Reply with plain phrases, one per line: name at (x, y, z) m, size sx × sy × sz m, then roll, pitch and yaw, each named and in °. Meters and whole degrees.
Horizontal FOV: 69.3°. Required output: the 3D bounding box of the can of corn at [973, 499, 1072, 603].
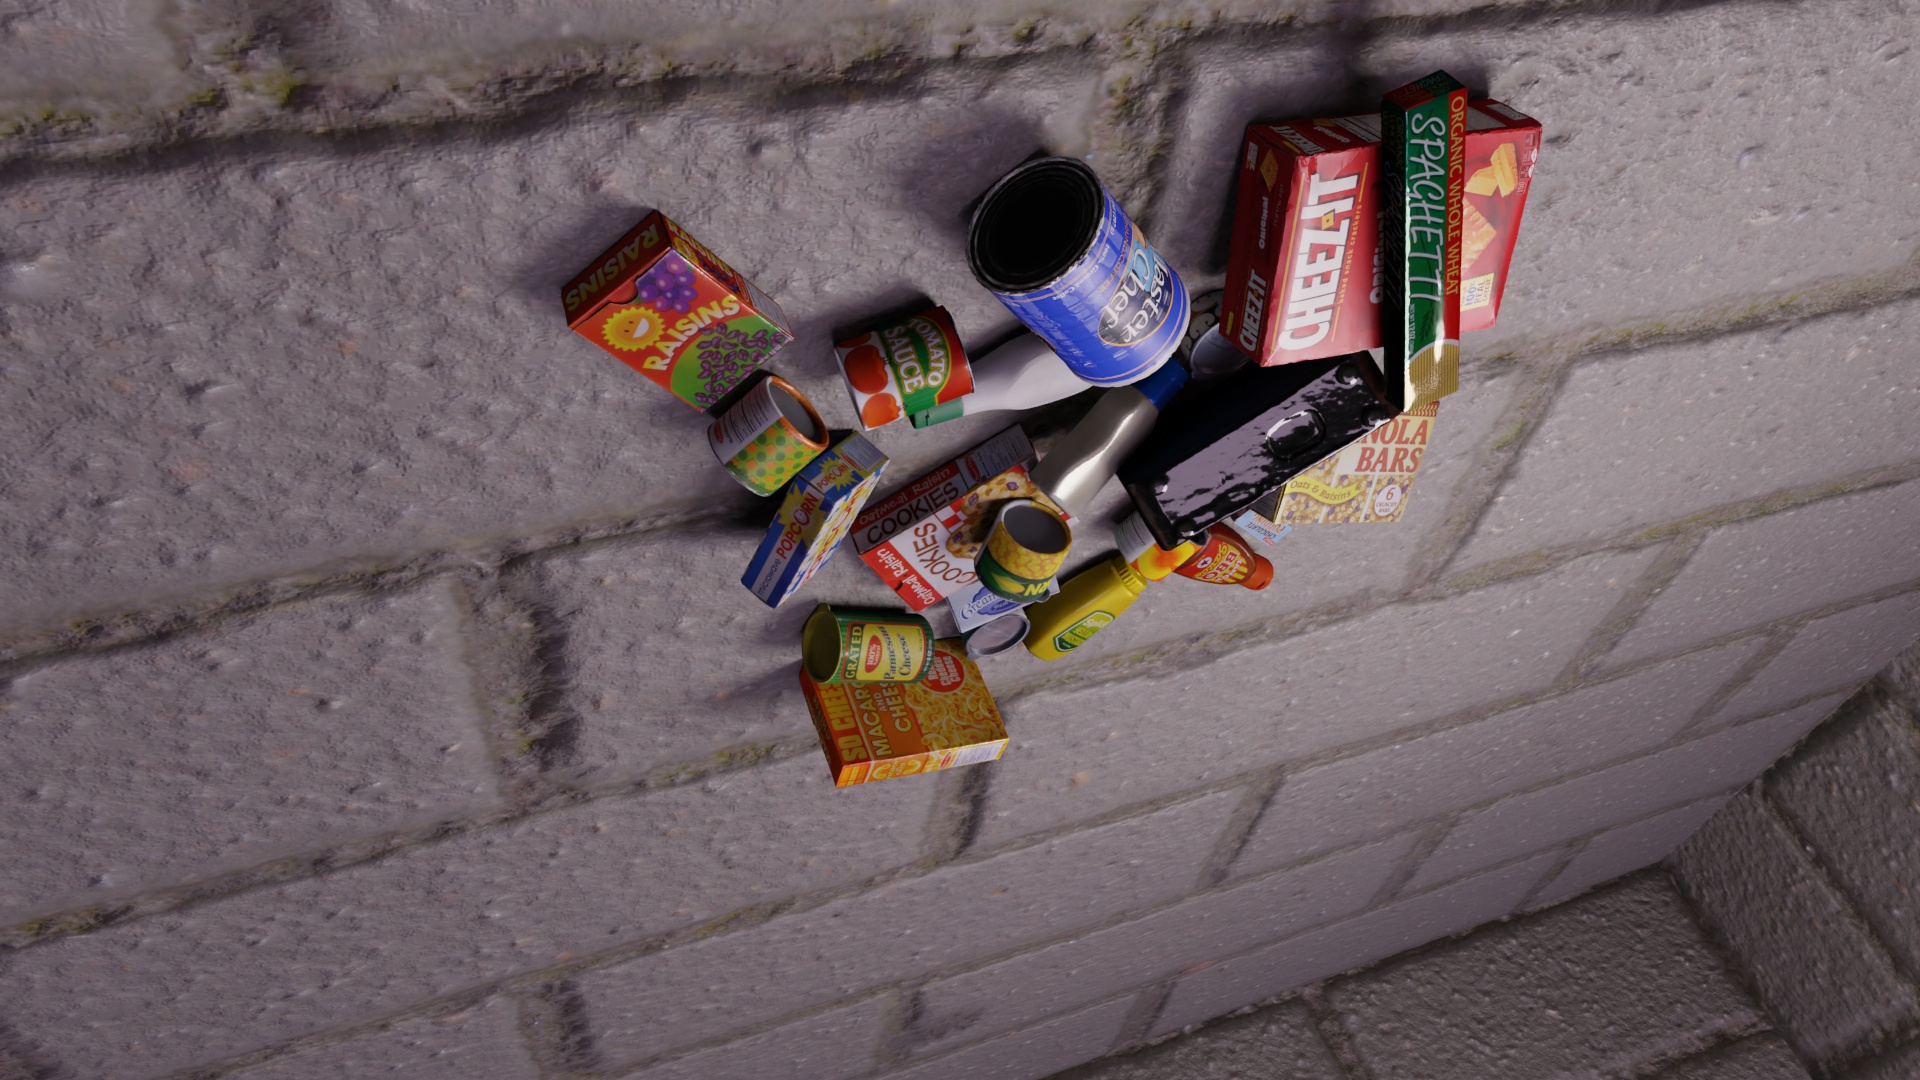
can of corn at (0.054, 0.010, 1.144) m, size 0.071 × 0.071 × 0.058 m, roll -3°, pitch 139°, yaw -29°

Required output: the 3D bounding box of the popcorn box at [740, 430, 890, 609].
popcorn box at (-0.113, -0.015, 1.070) m, size 0.085 × 0.038 × 0.126 m, roll -44°, pitch 170°, yaw -52°

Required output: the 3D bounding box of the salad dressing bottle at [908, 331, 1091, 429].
salad dressing bottle at (0.030, -0.122, 1.049) m, size 0.148 × 0.044 × 0.064 m, roll -17°, pitch 147°, yaw -9°

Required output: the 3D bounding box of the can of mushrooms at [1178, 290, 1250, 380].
can of mushrooms at (0.204, -0.164, 1.109) m, size 0.071 × 0.033 × 0.070 m, roll -17°, pitch 146°, yaw -12°

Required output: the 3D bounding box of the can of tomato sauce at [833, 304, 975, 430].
can of tomato sauce at (-0.040, -0.122, 0.981) m, size 0.083 × 0.071 × 0.071 m, roll -21°, pitch 146°, yaw -5°

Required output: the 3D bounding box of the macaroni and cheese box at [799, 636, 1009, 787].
macaroni and cheese box at (-0.054, 0.159, 1.304) m, size 0.167 × 0.124 × 0.040 m, roll -6°, pitch 141°, yaw -25°

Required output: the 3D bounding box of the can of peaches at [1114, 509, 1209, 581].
can of peaches at (0.186, -0.003, 1.284) m, size 0.071 × 0.071 × 0.058 m, roll 18°, pitch 128°, yaw -45°

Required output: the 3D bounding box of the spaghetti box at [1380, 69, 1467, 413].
spaghetti box at (0.325, -0.202, 0.977) m, size 0.050 × 0.029 × 0.248 m, roll -23°, pitch 130°, yaw -10°

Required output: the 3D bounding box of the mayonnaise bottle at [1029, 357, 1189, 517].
mayonnaise bottle at (0.122, -0.088, 1.118) m, size 0.148 × 0.041 × 0.064 m, roll -48°, pitch 149°, yaw 1°

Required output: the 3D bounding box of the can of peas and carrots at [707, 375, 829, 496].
can of peas and carrots at (-0.134, -0.074, 0.989) m, size 0.058 × 0.071 × 0.071 m, roll -38°, pitch 144°, yaw 18°

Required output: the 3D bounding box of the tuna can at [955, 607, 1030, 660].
tuna can at (0.029, 0.082, 1.332) m, size 0.071 × 0.033 × 0.070 m, roll -17°, pitch 145°, yaw -12°

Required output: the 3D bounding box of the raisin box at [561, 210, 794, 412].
raisin box at (-0.180, -0.143, 0.890) m, size 0.086 × 0.040 × 0.123 m, roll -34°, pitch 144°, yaw 16°

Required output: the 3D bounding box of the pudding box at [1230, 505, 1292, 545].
pudding box at (0.277, -0.031, 1.320) m, size 0.030 × 0.050 × 0.083 m, roll -40°, pitch 143°, yaw 19°

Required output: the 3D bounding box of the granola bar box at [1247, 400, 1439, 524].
granola bar box at (0.352, -0.078, 1.271) m, size 0.166 × 0.039 × 0.123 m, roll -1°, pitch 114°, yaw -31°

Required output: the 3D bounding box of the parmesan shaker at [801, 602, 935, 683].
parmesan shaker at (-0.082, 0.093, 1.252) m, size 0.103 × 0.071 × 0.071 m, roll 4°, pitch 136°, yaw -37°

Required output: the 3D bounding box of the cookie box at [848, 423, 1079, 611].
cookie box at (0.004, -0.015, 1.179) m, size 0.167 × 0.040 × 0.122 m, roll -30°, pitch 146°, yaw 7°

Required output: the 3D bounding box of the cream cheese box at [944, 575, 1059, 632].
cream cheese box at (0.037, 0.042, 1.280) m, size 0.104 × 0.024 × 0.053 m, roll -23°, pitch 128°, yaw -4°

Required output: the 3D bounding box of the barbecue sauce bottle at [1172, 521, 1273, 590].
barbecue sauce bottle at (0.260, 0.017, 1.380) m, size 0.064 × 0.044 × 0.148 m, roll -43°, pitch 142°, yaw 23°

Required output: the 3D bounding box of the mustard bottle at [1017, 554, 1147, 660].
mustard bottle at (0.130, 0.056, 1.347) m, size 0.160 × 0.049 × 0.065 m, roll -37°, pitch 147°, yaw 18°
